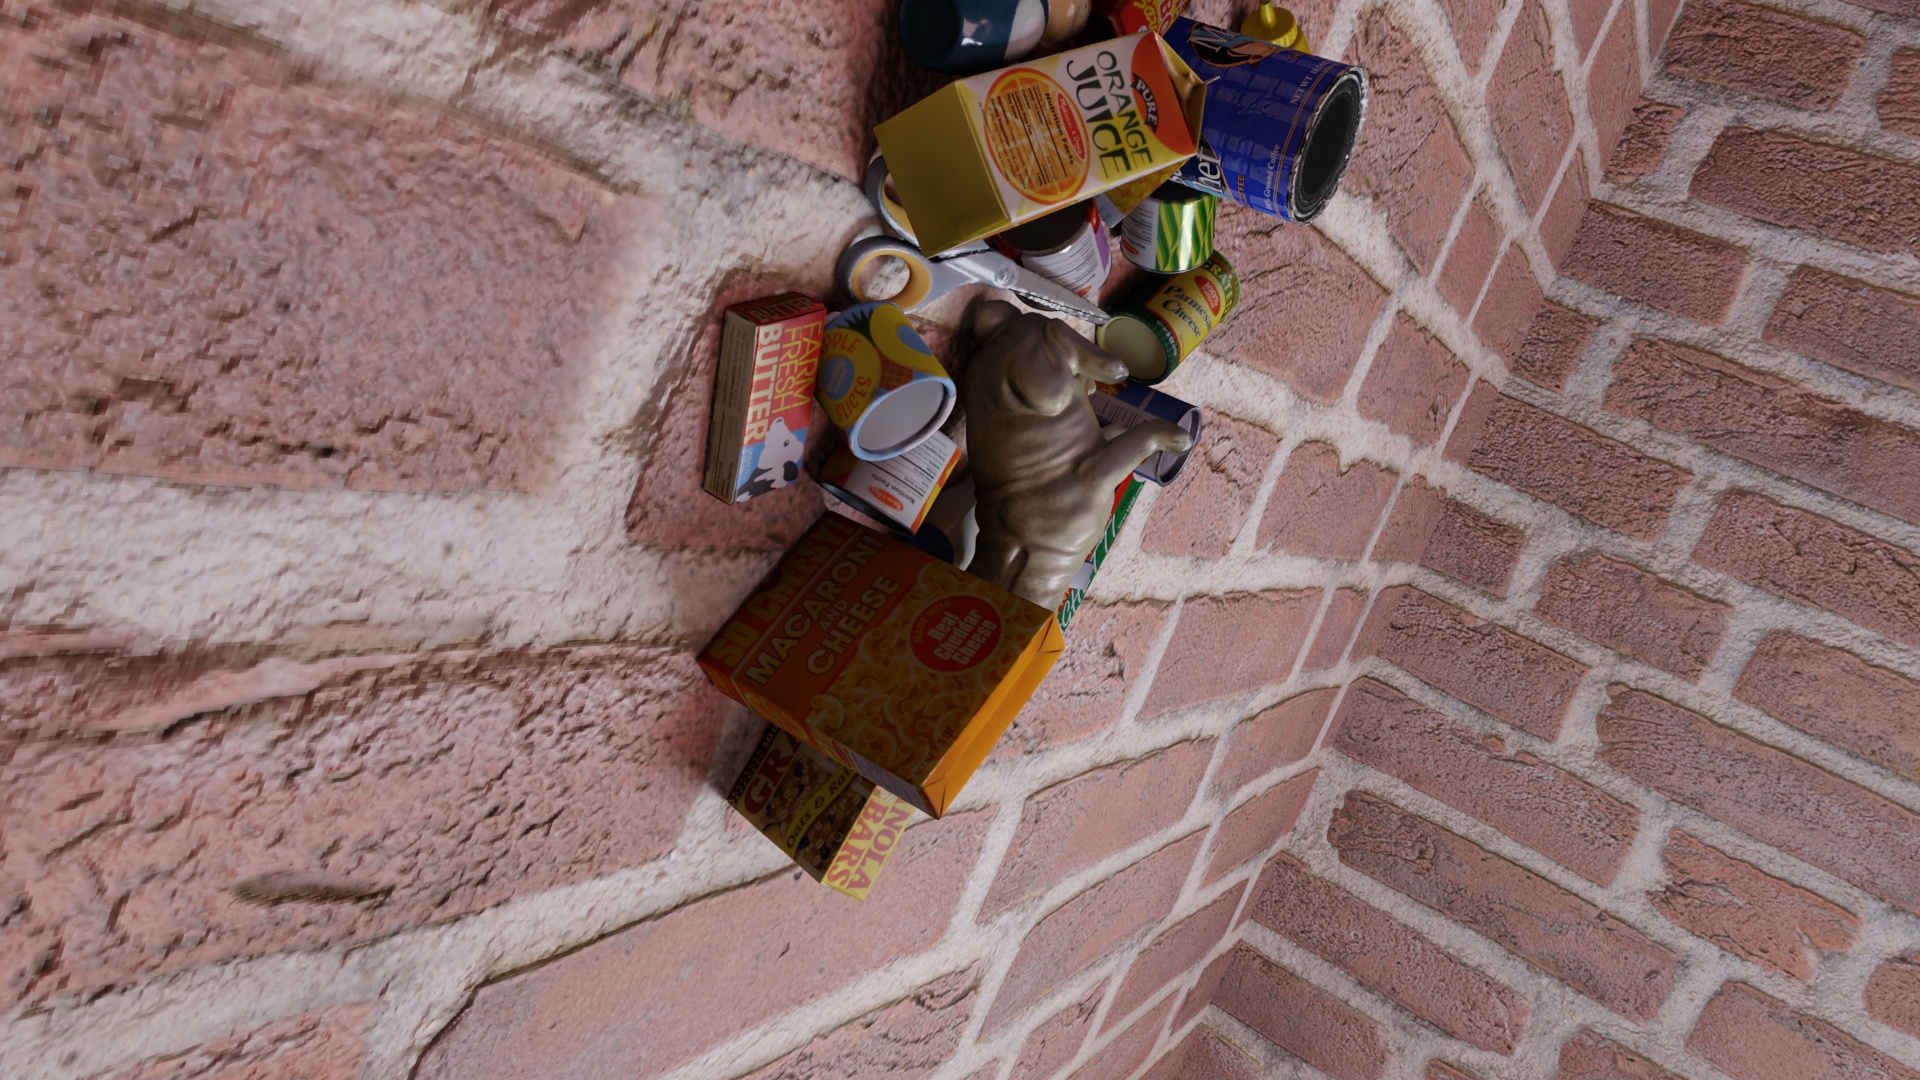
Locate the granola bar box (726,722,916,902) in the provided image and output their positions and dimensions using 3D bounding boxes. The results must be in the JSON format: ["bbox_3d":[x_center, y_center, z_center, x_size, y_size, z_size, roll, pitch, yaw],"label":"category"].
[{"bbox_3d":[-0.062,0.116,0.844,0.039,0.124,0.165,35,82,-37],"label":"granola bar box"}]

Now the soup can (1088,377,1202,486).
[{"bbox_3d":[0.134,-0.088,1.066,0.072,0.084,0.071,-43,149,-35],"label":"soup can"}]

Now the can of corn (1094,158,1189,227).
[{"bbox_3d":[0.100,-0.237,0.854,0.071,0.058,0.071,-41,-174,5],"label":"can of corn"}]

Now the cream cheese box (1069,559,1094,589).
[{"bbox_3d":[0.059,0.013,1.057,0.104,0.053,0.024,14,100,-64],"label":"cream cheese box"}]

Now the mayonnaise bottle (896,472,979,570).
[{"bbox_3d":[0.003,-0.012,0.945,0.149,0.041,0.064,-35,136,-42],"label":"mayonnaise bottle"}]

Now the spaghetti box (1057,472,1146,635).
[{"bbox_3d":[0.102,0.004,1.158,0.250,0.029,0.050,-61,154,-4],"label":"spaghetti box"}]

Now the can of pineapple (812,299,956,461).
[{"bbox_3d":[-0.045,-0.085,0.738,0.071,0.058,0.070,-28,155,-14],"label":"can of pineapple"}]

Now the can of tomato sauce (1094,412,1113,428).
[{"bbox_3d":[0.079,-0.046,1.019,0.071,0.071,0.082,-34,143,-45],"label":"can of tomato sauce"}]

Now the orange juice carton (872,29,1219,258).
[{"bbox_3d":[0.056,-0.216,0.737,0.193,0.071,0.073,-29,102,-37],"label":"orange juice carton"}]

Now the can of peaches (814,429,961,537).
[{"bbox_3d":[-0.042,-0.043,0.803,0.058,0.071,0.071,-60,155,-6],"label":"can of peaches"}]

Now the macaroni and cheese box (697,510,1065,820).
[{"bbox_3d":[-0.045,0.062,0.775,0.124,0.166,0.040,-51,146,-24],"label":"macaroni and cheese box"}]

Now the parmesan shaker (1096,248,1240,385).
[{"bbox_3d":[0.159,-0.169,1.052,0.103,0.071,0.071,-46,150,-32],"label":"parmesan shaker"}]

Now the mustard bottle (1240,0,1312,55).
[{"bbox_3d":[0.232,-0.345,1.035,0.049,0.065,0.159,-59,149,-21],"label":"mustard bottle"}]

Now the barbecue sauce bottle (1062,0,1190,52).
[{"bbox_3d":[0.118,-0.340,0.842,0.149,0.044,0.064,-51,154,-24],"label":"barbecue sauce bottle"}]

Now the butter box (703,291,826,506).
[{"bbox_3d":[-0.100,-0.072,0.710,0.053,0.024,0.103,-26,136,-51],"label":"butter box"}]

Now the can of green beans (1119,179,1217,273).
[{"bbox_3d":[0.146,-0.230,0.973,0.071,0.071,0.057,-45,149,-33],"label":"can of green beans"}]

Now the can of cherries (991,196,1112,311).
[{"bbox_3d":[0.054,-0.185,0.849,0.071,0.071,0.058,-57,153,-13],"label":"can of cherries"}]
